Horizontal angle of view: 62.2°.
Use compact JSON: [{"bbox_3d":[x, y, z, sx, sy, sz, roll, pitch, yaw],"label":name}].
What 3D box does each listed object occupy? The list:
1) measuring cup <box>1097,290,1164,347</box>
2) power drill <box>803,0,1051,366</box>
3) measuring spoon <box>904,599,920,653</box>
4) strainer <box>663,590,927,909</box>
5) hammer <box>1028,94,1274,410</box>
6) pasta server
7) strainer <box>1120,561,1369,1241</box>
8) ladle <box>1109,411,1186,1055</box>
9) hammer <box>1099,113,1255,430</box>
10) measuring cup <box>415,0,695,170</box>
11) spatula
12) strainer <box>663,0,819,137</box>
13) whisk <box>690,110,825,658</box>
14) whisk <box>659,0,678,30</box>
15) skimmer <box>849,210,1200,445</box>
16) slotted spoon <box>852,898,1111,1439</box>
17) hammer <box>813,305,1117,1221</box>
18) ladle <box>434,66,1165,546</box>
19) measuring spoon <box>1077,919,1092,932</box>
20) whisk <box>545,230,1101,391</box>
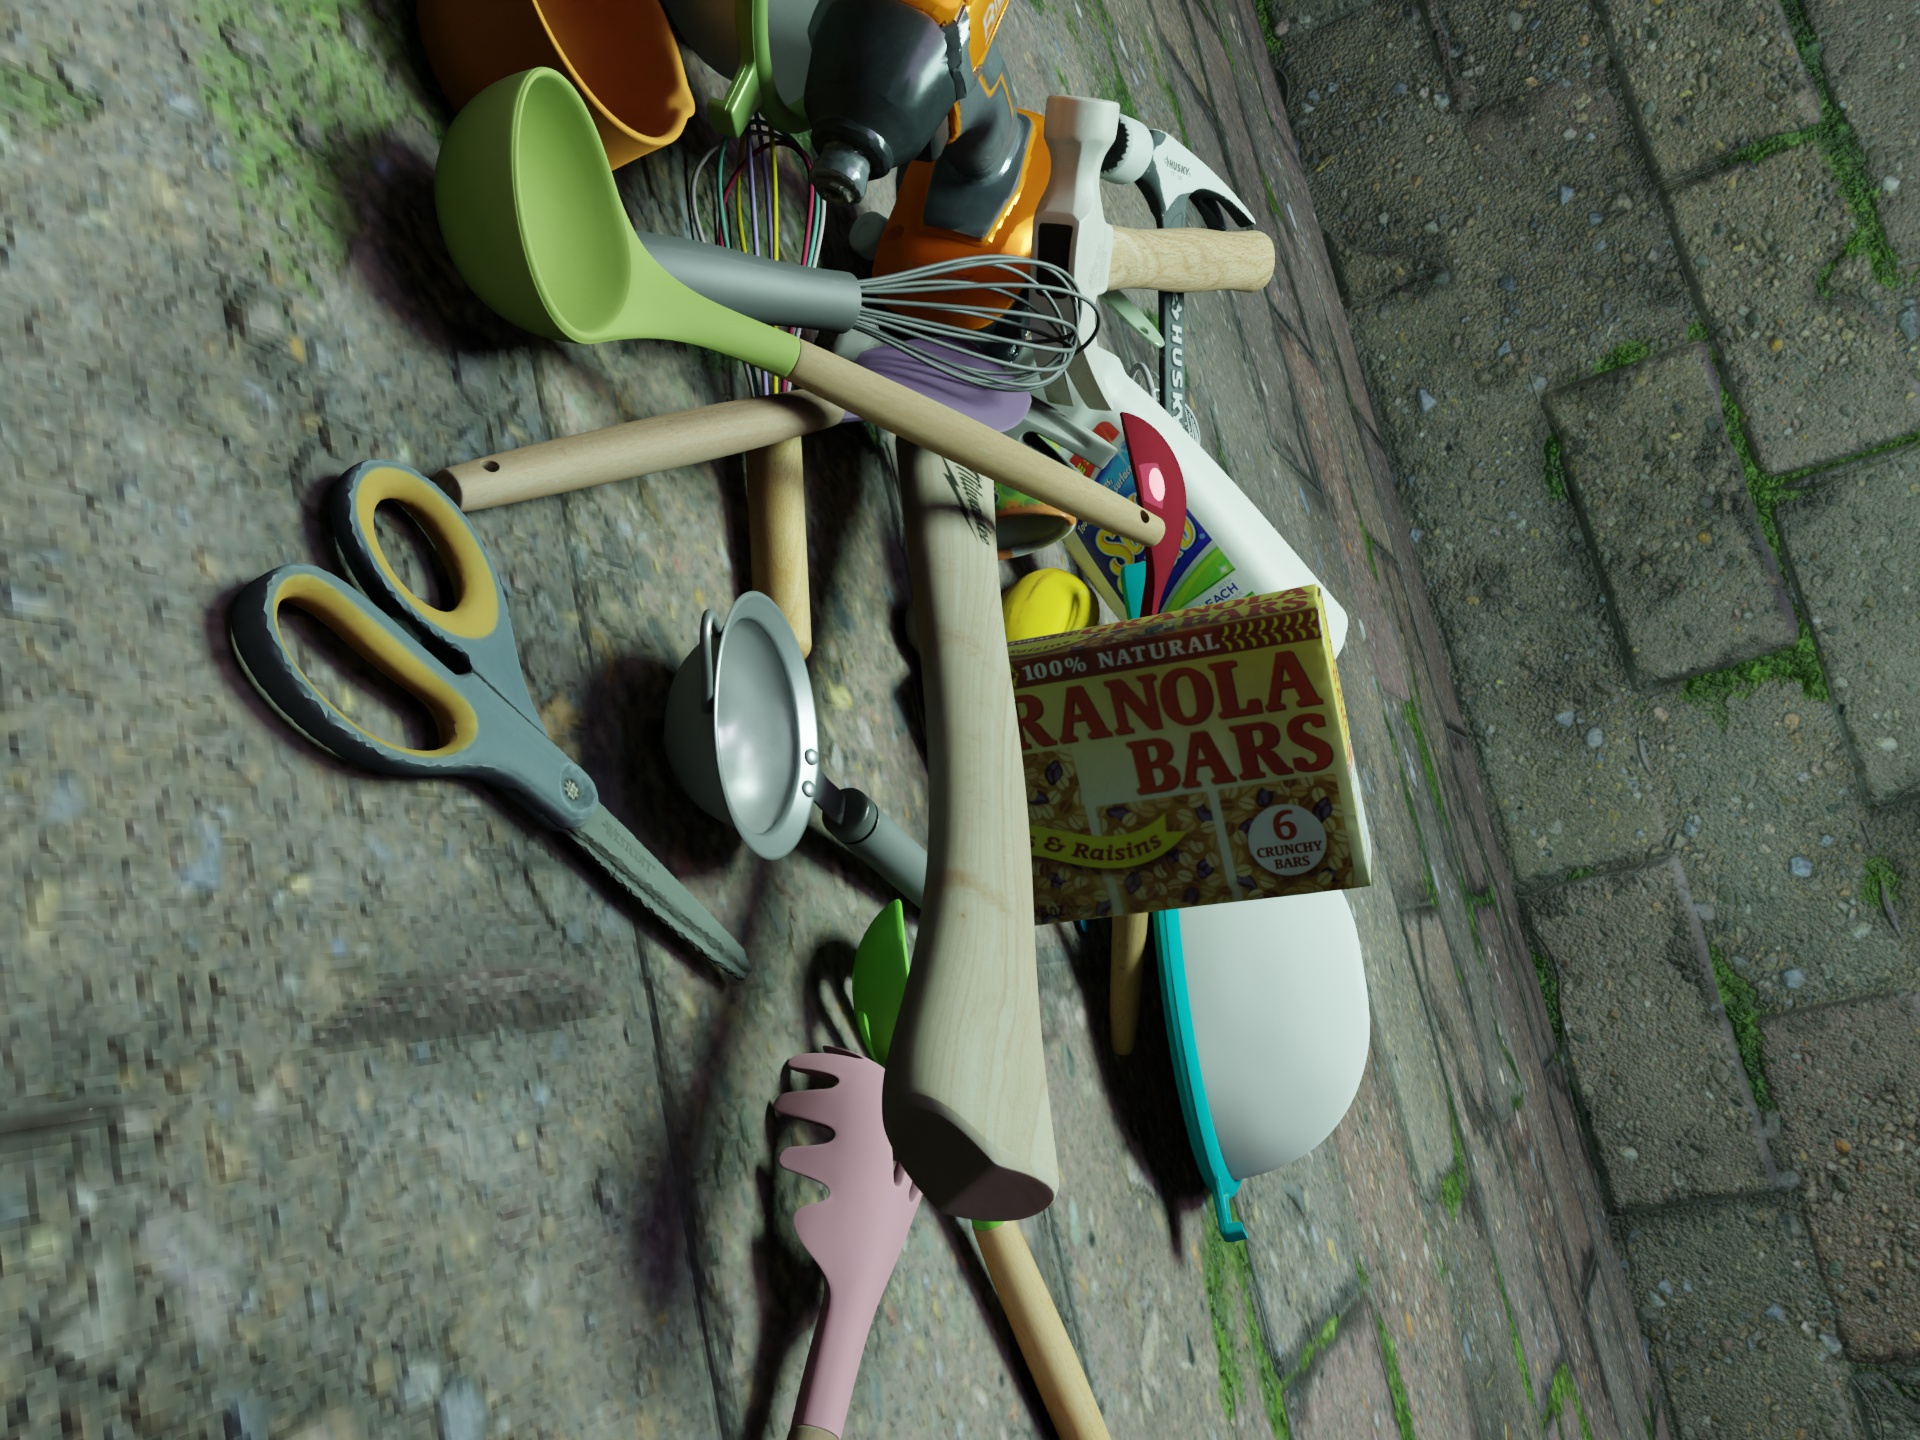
[{"bbox_3d":[0.044,-0.250,0.880,0.168,0.038,0.083,45,37,11],"label":"measuring cup"},{"bbox_3d":[-0.008,-0.241,0.668,0.226,0.084,0.164,67,43,-72],"label":"power drill"},{"bbox_3d":[-0.001,-0.002,0.728,0.034,0.018,0.124,-44,122,-51],"label":"measuring spoon"},{"bbox_3d":[-0.045,0.032,0.568,0.258,0.050,0.087,49,39,-54],"label":"strainer"},{"bbox_3d":[0.106,-0.230,0.803,0.331,0.031,0.130,-30,130,-61],"label":"hammer"},{"bbox_3d":[-0.053,0.223,0.435,0.060,0.040,0.316,56,32,-33],"label":"pasta server"},{"bbox_3d":[0.154,0.079,0.831,0.211,0.095,0.340,-49,129,-72],"label":"strainer"},{"bbox_3d":[0.082,0.016,0.738,0.069,0.031,0.315,-77,169,-70],"label":"ladle"},{"bbox_3d":[0.127,-0.134,0.939,0.149,0.036,0.409,-3,93,-51],"label":"hammer"},{"bbox_3d":[-0.142,-0.260,0.544,0.095,0.052,0.174,35,41,-55],"label":"measuring cup"},{"bbox_3d":[-0.061,-0.108,0.572,0.060,0.018,0.316,44,35,13],"label":"spatula"},{"bbox_3d":[-0.062,-0.325,0.642,0.256,0.069,0.151,-58,165,-64],"label":"strainer"},{"bbox_3d":[-0.075,-0.137,0.624,0.051,0.047,0.245,16,63,-49],"label":"whisk"},{"bbox_3d":[-0.076,-0.310,0.724,0.284,0.070,0.070,-23,95,-63],"label":"whisk"},{"bbox_3d":[0.040,-0.194,0.932,0.363,0.090,0.127,19,63,-50],"label":"skimmer"},{"bbox_3d":[0.020,0.210,0.600,0.070,0.031,0.313,-113,-179,-74],"label":"slotted spoon"},{"bbox_3d":[0.010,-0.010,0.580,0.146,0.038,0.411,23,39,-23],"label":"hammer"},{"bbox_3d":[-0.031,-0.121,0.553,0.320,0.062,0.078,19,63,-38],"label":"ladle"},{"bbox_3d":[0.060,0.049,0.827,0.042,0.021,0.129,40,48,-51],"label":"measuring spoon"},{"bbox_3d":[-0.043,-0.157,0.592,0.239,0.055,0.055,-3,75,-37],"label":"whisk"}]
